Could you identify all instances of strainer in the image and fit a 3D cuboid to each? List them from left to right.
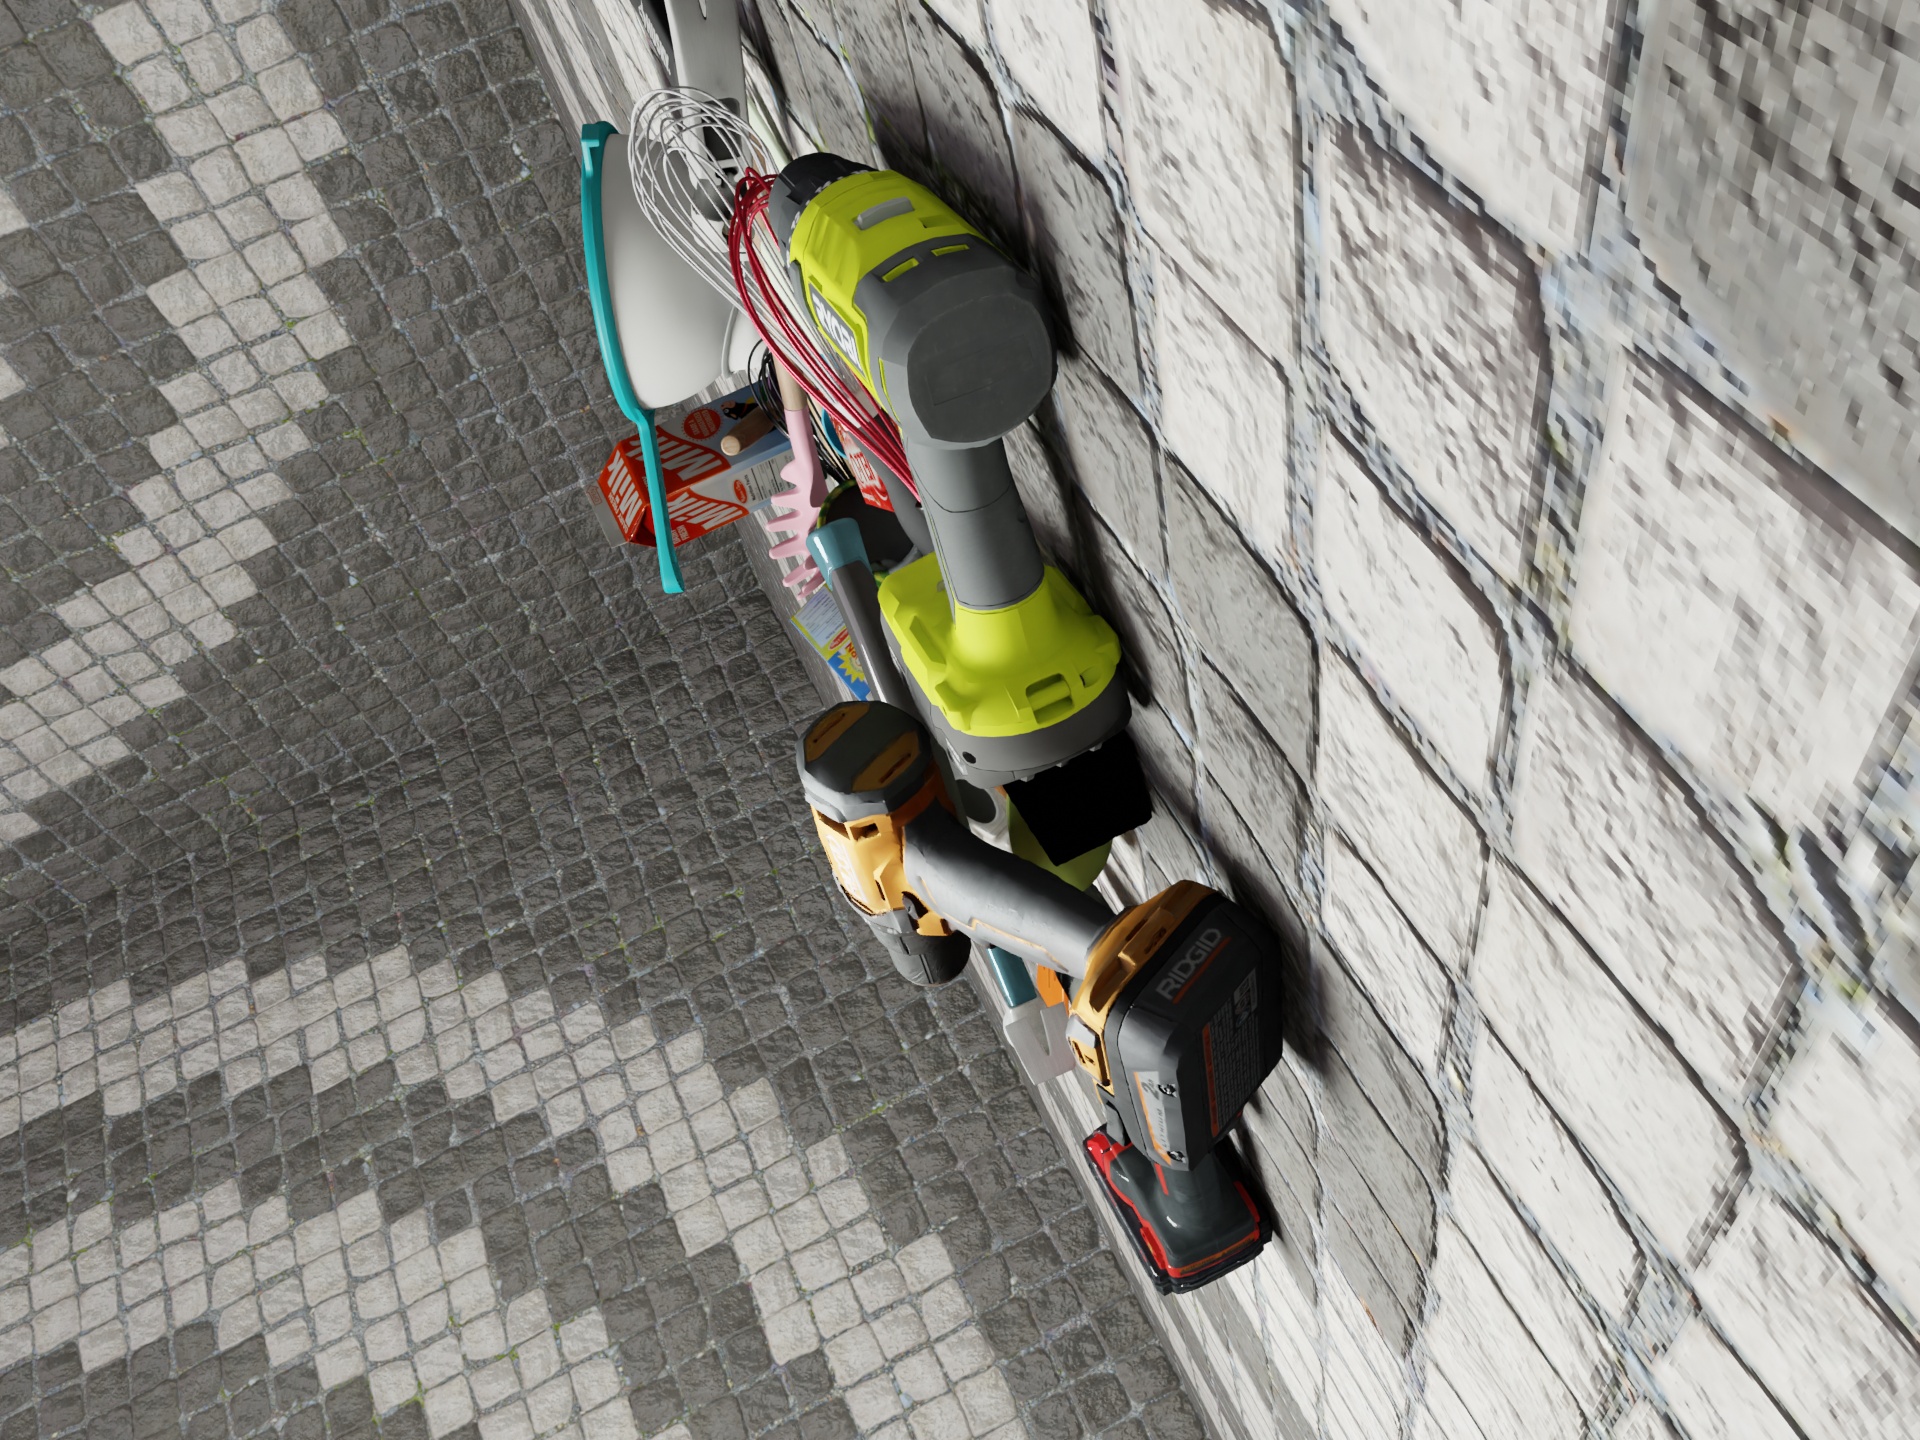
[{"bbox_3d":[-0.199,-0.265,1.170,0.211,0.095,0.340,-96,1,-75],"label":"strainer"},{"bbox_3d":[-0.139,-0.302,1.036,0.258,0.050,0.087,92,-165,-66],"label":"strainer"}]

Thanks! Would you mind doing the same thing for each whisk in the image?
[{"bbox_3d":[-0.069,-0.183,0.787,0.284,0.070,0.070,54,179,-28],"label":"whisk"},{"bbox_3d":[-0.070,-0.151,1.050,0.239,0.055,0.055,60,173,3],"label":"whisk"},{"bbox_3d":[-0.020,-0.122,0.741,0.295,0.073,0.073,59,176,-21],"label":"whisk"}]

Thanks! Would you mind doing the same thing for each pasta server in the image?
[{"bbox_3d":[-0.111,-0.213,0.965,0.060,0.040,0.316,46,153,45],"label":"pasta server"}]

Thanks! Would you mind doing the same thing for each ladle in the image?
[{"bbox_3d":[-0.001,-0.003,0.918,0.078,0.062,0.320,58,174,-37],"label":"ladle"}]

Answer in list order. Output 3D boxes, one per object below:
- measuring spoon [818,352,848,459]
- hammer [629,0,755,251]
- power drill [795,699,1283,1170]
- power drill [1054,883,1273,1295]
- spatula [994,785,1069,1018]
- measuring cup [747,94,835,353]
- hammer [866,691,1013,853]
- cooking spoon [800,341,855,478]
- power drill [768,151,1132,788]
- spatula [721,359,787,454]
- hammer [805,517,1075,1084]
[{"bbox_3d":[-0.072,-0.218,0.945,0.042,0.021,0.128,11,123,43],"label":"measuring spoon"},{"bbox_3d":[-0.173,-0.405,0.861,0.146,0.035,0.335,93,158,-49],"label":"hammer"},{"bbox_3d":[0.030,0.103,0.712,0.226,0.084,0.185,30,152,31],"label":"power drill"},{"bbox_3d":[0.105,0.208,0.927,0.188,0.080,0.226,-123,12,-46],"label":"power drill"},{"bbox_3d":[0.024,0.067,1.159,0.322,0.041,0.081,66,172,-11],"label":"spatula"},{"bbox_3d":[-0.098,-0.269,0.841,0.168,0.038,0.083,61,173,8],"label":"measuring cup"},{"bbox_3d":[-0.026,0.050,1.112,0.143,0.038,0.386,43,173,-2],"label":"hammer"},{"bbox_3d":[-0.070,-0.151,1.165,0.069,0.017,0.318,-119,6,-52],"label":"cooking spoon"},{"bbox_3d":[-0.010,-0.104,0.629,0.191,0.080,0.228,-124,13,-49],"label":"power drill"},{"bbox_3d":[-0.136,-0.218,1.120,0.316,0.018,0.059,-85,-28,-72],"label":"spatula"},{"bbox_3d":[-0.010,0.047,0.869,0.128,0.033,0.331,-144,31,-82],"label":"hammer"}]
